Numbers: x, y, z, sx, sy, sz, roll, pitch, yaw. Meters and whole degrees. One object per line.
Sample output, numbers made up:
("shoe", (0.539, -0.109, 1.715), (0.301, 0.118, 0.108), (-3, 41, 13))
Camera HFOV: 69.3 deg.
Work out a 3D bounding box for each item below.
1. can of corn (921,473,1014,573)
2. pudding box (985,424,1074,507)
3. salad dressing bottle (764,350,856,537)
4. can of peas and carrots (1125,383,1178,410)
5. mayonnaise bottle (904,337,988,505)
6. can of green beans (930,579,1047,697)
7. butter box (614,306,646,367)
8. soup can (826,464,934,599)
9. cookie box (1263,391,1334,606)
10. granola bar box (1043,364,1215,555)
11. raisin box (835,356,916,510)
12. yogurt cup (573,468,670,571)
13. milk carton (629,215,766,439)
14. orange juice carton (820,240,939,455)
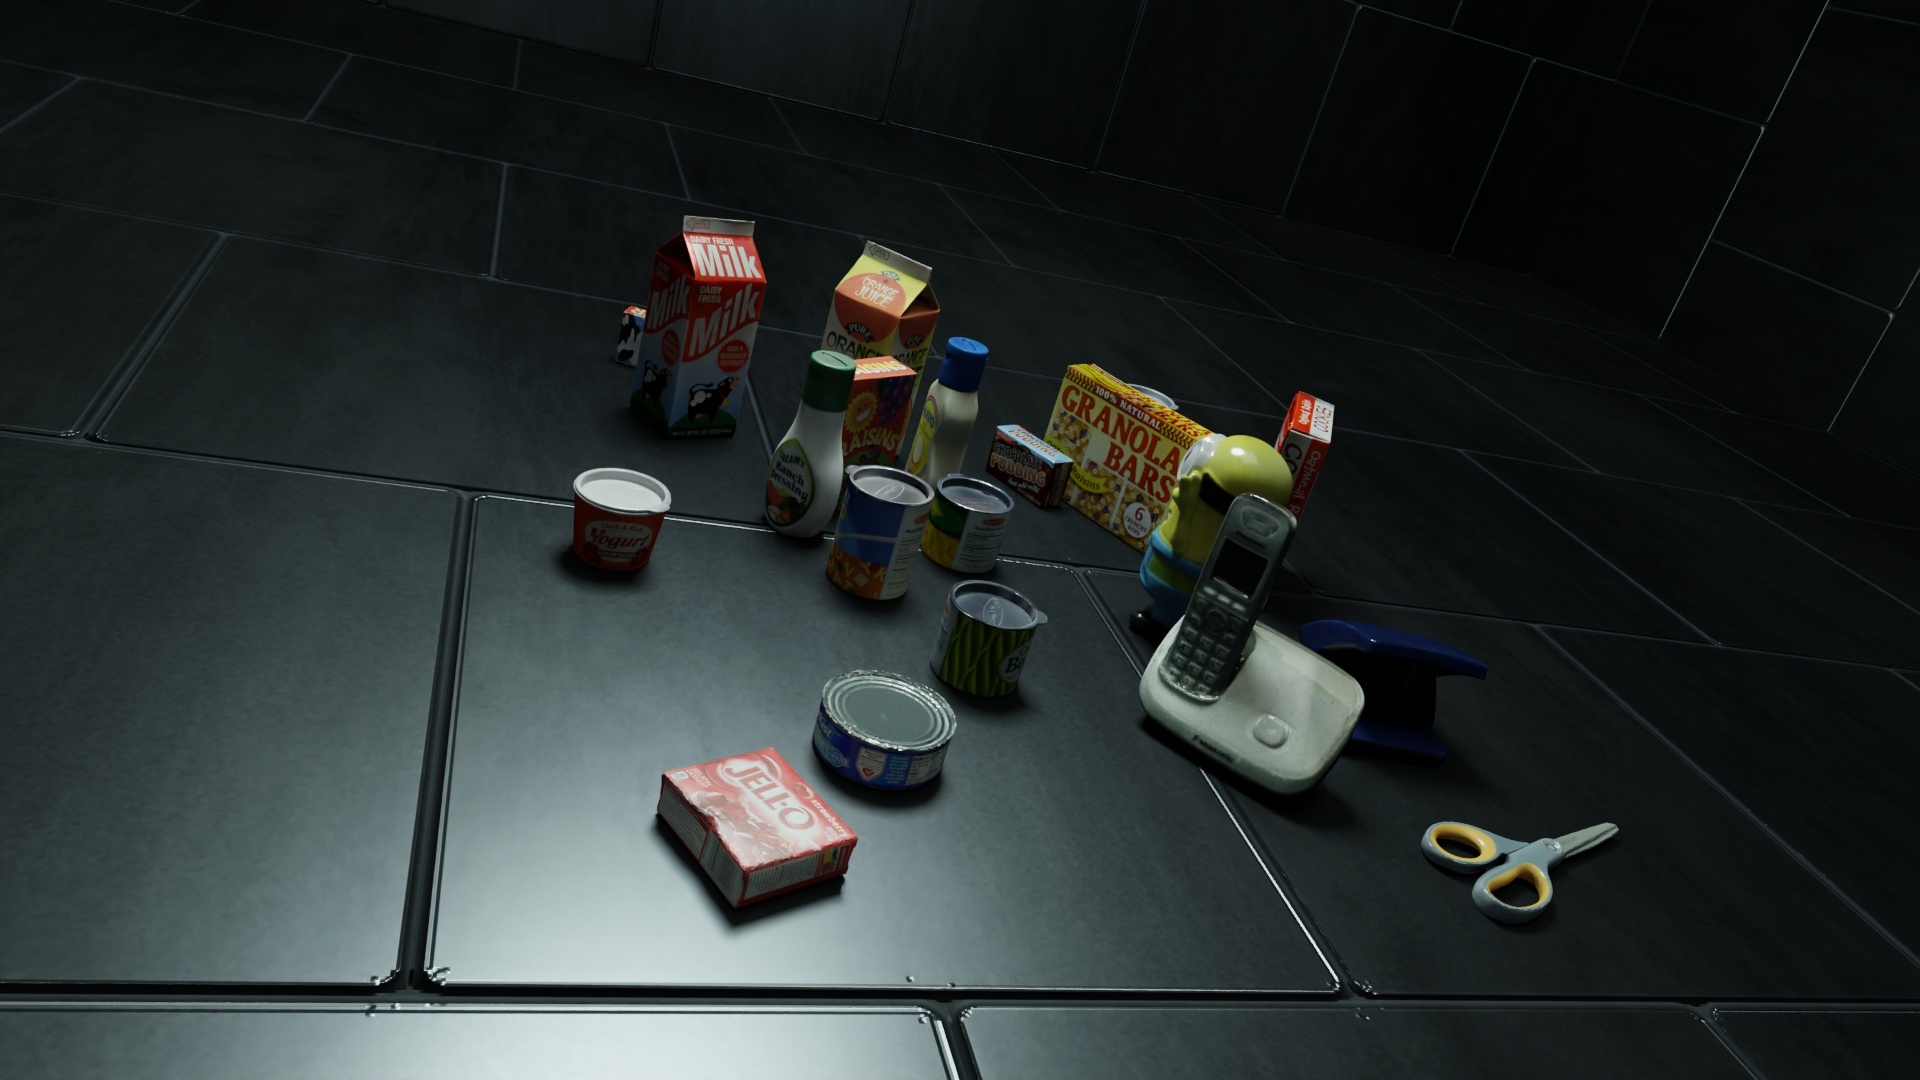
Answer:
("can of corn", (0.004, -0.014, 1.152), (0.071, 0.058, 0.071), (14, 24, -6))
("pudding box", (0.065, -0.072, 1.324), (0.030, 0.049, 0.084), (-7, 34, -43))
("salad dressing bottle", (-0.116, -0.076, 1.097), (0.064, 0.147, 0.044), (33, 29, 33))
("can of peas and carrots", (0.197, -0.132, 1.525), (0.071, 0.058, 0.071), (14, 24, -6))
("mayonnaise bottle", (-0.013, -0.104, 1.224), (0.041, 0.147, 0.065), (6, 26, -23))
("can of green beans", (0.017, 0.069, 0.982), (0.071, 0.057, 0.071), (14, 24, -6))
("butter box", (-0.277, -0.186, 1.342), (0.103, 0.053, 0.024), (16, 24, -2))
("soup can", (-0.064, -0.007, 1.062), (0.071, 0.083, 0.071), (14, 24, -6))
("cookie box", (0.287, -0.039, 1.252), (0.040, 0.166, 0.123), (20, 24, 8))
("granola bar box", (0.151, -0.076, 1.297), (0.039, 0.123, 0.166), (-8, 34, -43))
("raisin box", (-0.091, -0.090, 1.173), (0.040, 0.122, 0.086), (32, 28, 31))
("yogurt cup", (-0.246, -0.014, 0.996), (0.072, 0.053, 0.073), (14, 24, -6))
("milk carton", (-0.228, -0.190, 1.217), (0.072, 0.189, 0.073), (-6, 33, -41))
("orange juice carton", (-0.079, -0.170, 1.267), (0.072, 0.191, 0.073), (27, 26, 21))
